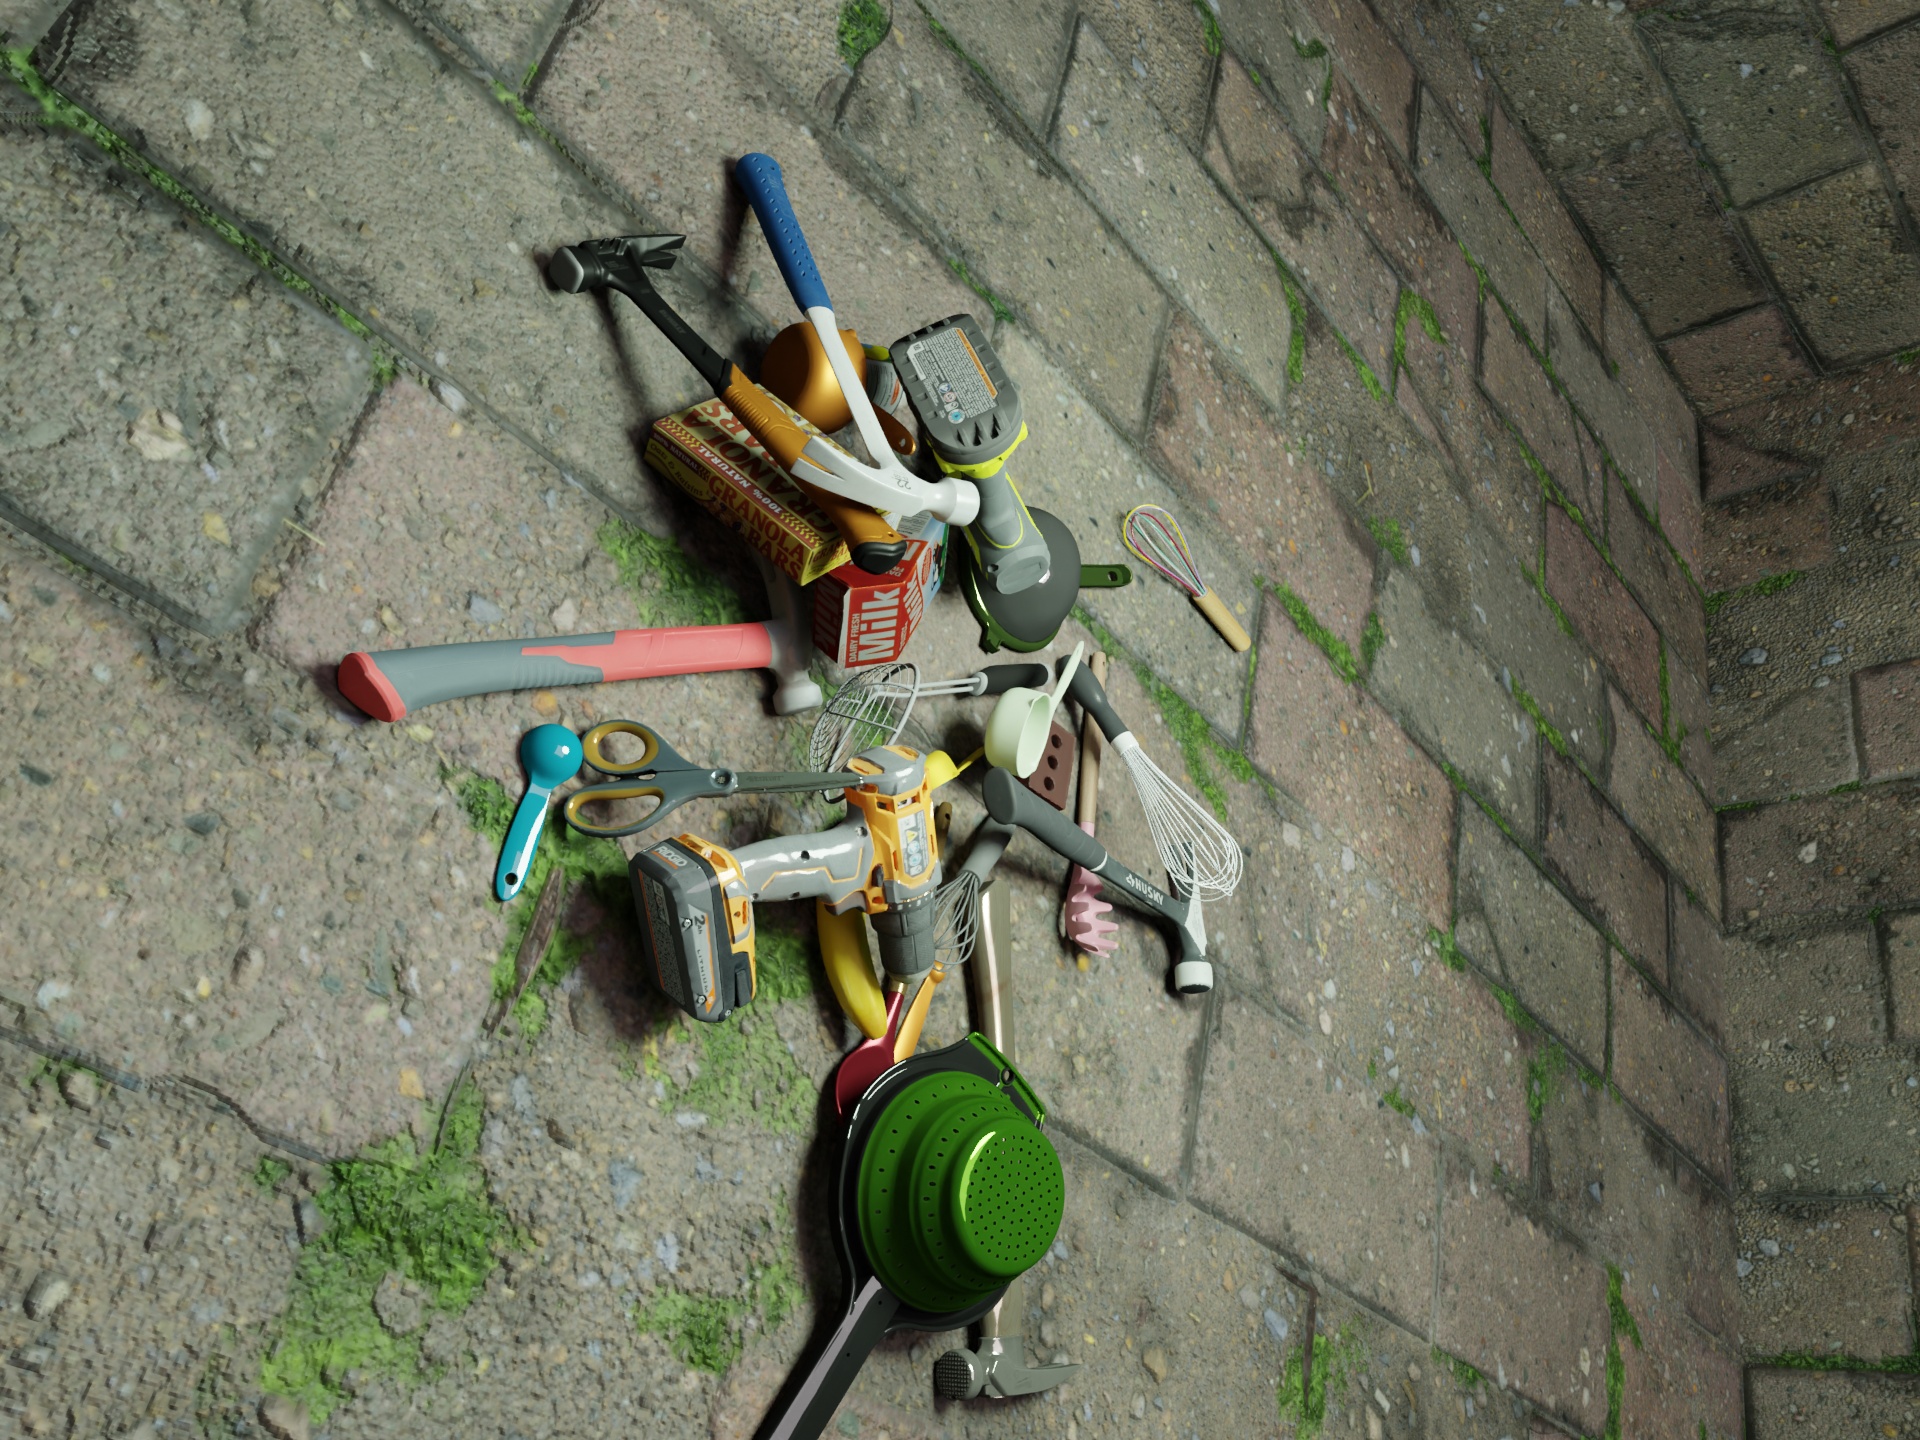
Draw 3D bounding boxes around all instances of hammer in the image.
[{"bbox_3d":[-0.111,-0.311,1.240,0.144,0.035,0.406,7,47,-38],"label":"hammer"},{"bbox_3d":[-0.156,-0.239,1.186,0.337,0.034,0.127,48,39,10],"label":"hammer"},{"bbox_3d":[0.038,0.339,1.324,0.146,0.038,0.411,19,64,-46],"label":"hammer"},{"bbox_3d":[0.132,0.126,1.437,0.408,0.036,0.149,36,46,-51],"label":"hammer"},{"bbox_3d":[-0.254,-0.060,1.120,0.386,0.038,0.143,-8,83,-50],"label":"hammer"}]

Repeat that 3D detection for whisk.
[{"bbox_3d":[0.248,-0.151,1.731,0.244,0.051,0.047,44,69,-36],"label":"whisk"},{"bbox_3d":[0.171,0.048,1.491,0.070,0.070,0.285,-5,54,-50],"label":"whisk"},{"bbox_3d":[0.010,0.134,1.329,0.055,0.055,0.239,61,28,-15],"label":"whisk"}]

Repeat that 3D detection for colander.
[{"bbox_3d":[-0.032,0.404,1.135,0.204,0.094,0.397,52,54,-21],"label":"colander"}]

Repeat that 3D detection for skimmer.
[{"bbox_3d":[-0.002,-0.004,1.349,0.090,0.127,0.363,52,29,17],"label":"skimmer"}]

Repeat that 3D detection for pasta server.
[{"bbox_3d":[0.129,0.073,1.516,0.060,0.040,0.316,40,48,-48],"label":"pasta server"}]

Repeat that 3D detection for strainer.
[{"bbox_3d":[0.105,-0.147,1.536,0.256,0.069,0.151,-5,82,-48],"label":"strainer"}]

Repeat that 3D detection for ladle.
[{"bbox_3d":[-0.046,0.197,1.282,0.069,0.031,0.316,37,50,-29],"label":"ladle"}]

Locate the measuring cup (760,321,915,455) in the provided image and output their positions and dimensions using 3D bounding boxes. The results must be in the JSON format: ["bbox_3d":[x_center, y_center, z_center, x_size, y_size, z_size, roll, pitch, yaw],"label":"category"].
[{"bbox_3d":[-0.101,-0.259,1.278,0.052,0.095,0.174,5,30,-44],"label":"measuring cup"}]

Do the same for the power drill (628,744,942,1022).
[{"bbox_3d":[-0.110,0.135,1.135,0.226,0.084,0.185,-22,117,-32],"label":"power drill"}]

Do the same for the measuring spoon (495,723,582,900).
[{"bbox_3d":[-0.281,0.058,1.055,0.042,0.021,0.129,24,61,-23],"label":"measuring spoon"}]

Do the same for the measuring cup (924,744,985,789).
[{"bbox_3d":[-0.011,0.033,1.367,0.029,0.062,0.156,59,30,-2],"label":"measuring cup"}]

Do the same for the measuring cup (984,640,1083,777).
[{"bbox_3d":[0.066,-0.020,1.405,0.083,0.038,0.168,86,25,-43],"label":"measuring cup"}]

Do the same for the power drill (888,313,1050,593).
[{"bbox_3d":[0.005,-0.237,1.357,0.228,0.080,0.191,70,-5,-64],"label":"power drill"}]

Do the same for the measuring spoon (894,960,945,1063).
[{"bbox_3d":[-0.034,0.244,1.290,0.021,0.011,0.117,48,46,-28],"label":"measuring spoon"}]
